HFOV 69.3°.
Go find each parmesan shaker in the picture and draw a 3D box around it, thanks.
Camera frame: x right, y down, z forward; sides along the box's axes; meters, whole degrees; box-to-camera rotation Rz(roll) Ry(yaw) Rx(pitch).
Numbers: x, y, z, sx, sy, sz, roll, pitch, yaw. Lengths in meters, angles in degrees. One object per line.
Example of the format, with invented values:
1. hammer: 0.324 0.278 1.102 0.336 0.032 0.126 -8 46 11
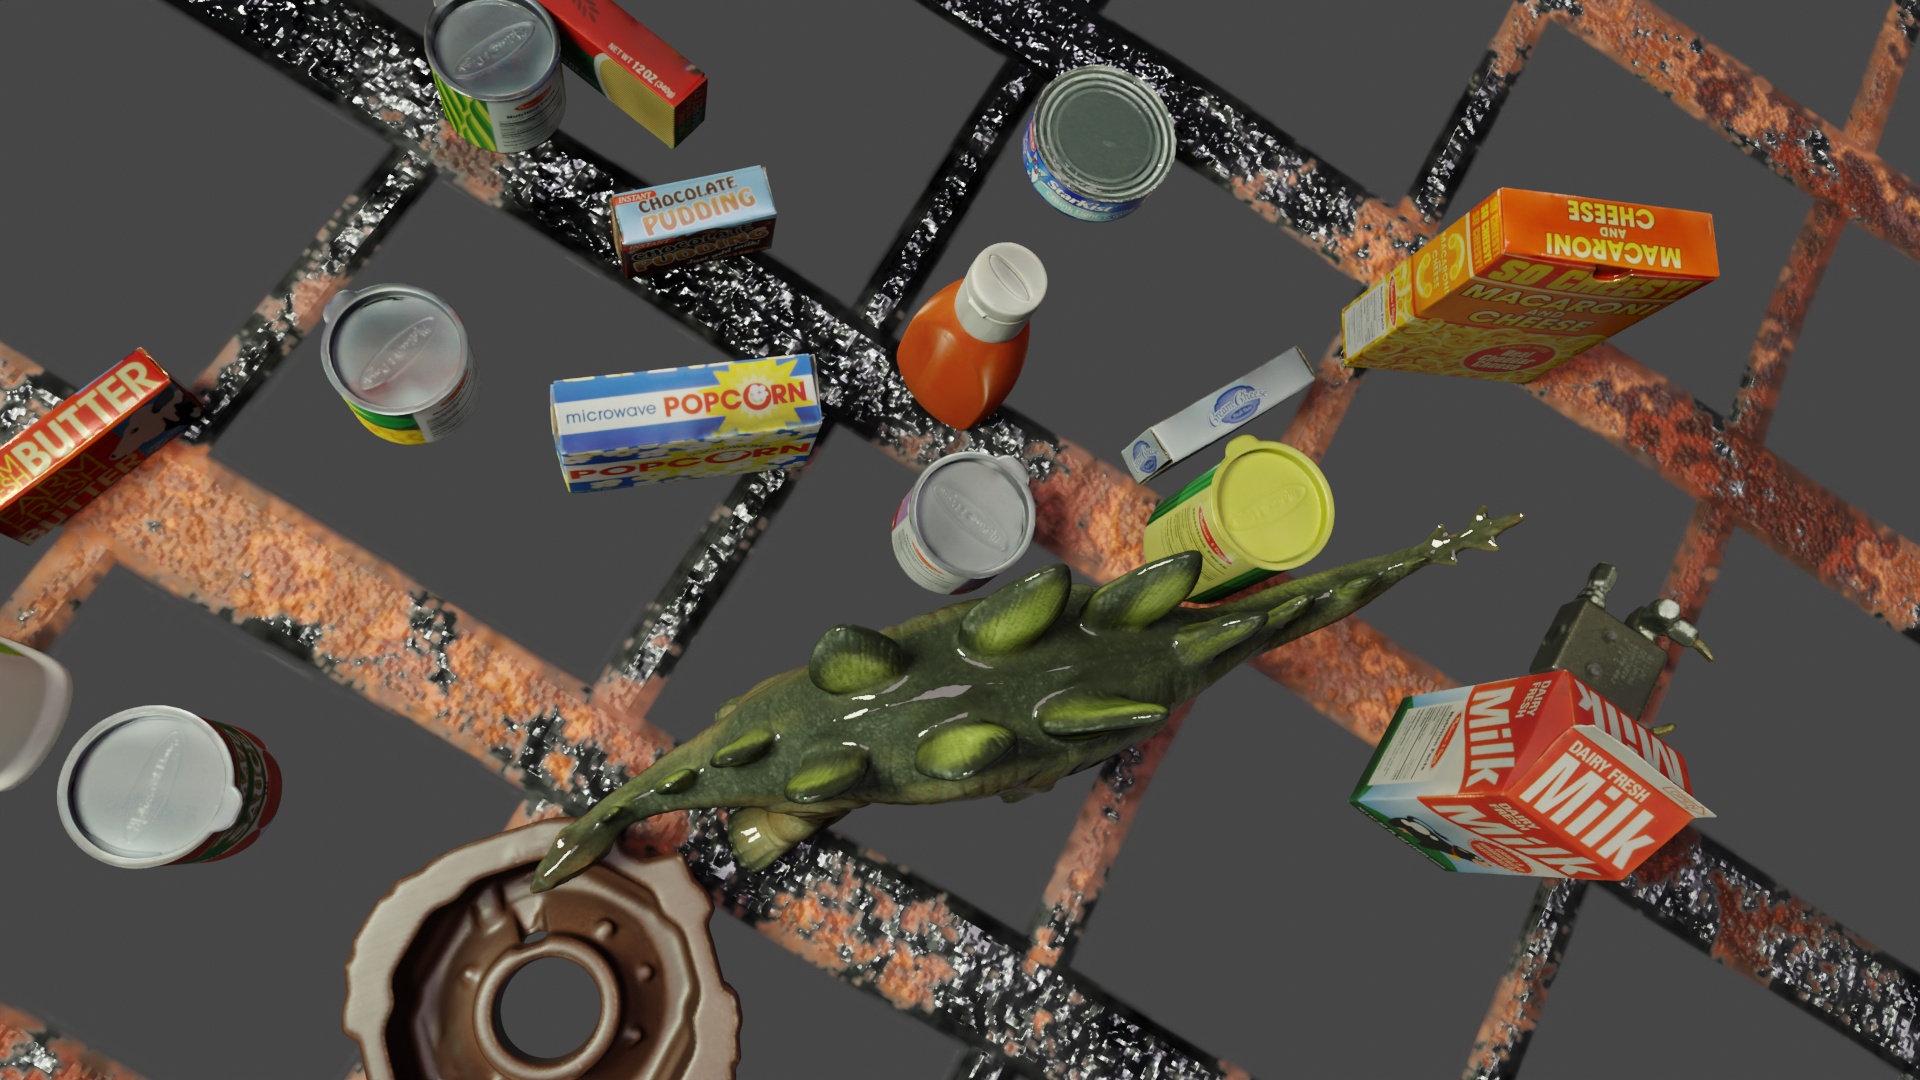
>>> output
1. parmesan shaker: 0.143 -0.010 0.738 0.071 0.103 0.071 3 77 -12

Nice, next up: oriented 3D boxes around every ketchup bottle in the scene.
1. ketchup bottle: 0.007 -0.104 0.705 0.044 0.148 0.065 -41 89 -17

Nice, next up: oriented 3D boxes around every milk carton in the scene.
1. milk carton: 0.282 0.119 0.693 0.072 0.190 0.073 35 73 -3

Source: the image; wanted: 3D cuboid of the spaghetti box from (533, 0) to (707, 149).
1. spaghetti box: -0.243 -0.307 0.748 0.250 0.050 0.029 38 73 -2

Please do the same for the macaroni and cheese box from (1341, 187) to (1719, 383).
1. macaroni and cheese box: 0.307 -0.135 0.769 0.124 0.166 0.040 4 77 -12

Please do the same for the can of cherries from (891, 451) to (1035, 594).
1. can of cherries: 0.003 -0.009 0.730 0.071 0.058 0.071 3 77 -12

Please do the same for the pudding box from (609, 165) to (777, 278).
1. pudding box: -0.142 -0.169 0.739 0.084 0.049 0.030 -15 82 -15

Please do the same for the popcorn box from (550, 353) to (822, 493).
1. popcorn box: -0.137 -0.057 0.696 0.127 0.085 0.038 -8 80 -14

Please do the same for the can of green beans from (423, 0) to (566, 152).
1. can of green beans: -0.243 -0.247 0.730 0.071 0.057 0.071 3 77 -12

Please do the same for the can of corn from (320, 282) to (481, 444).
1. can of corn: -0.276 -0.087 0.686 0.071 0.058 0.071 3 77 -12

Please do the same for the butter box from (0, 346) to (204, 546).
1. butter box: -0.411 -0.043 0.649 0.024 0.053 0.104 46 73 0

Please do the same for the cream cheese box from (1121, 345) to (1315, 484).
1. cream cheese box: 0.143 -0.069 0.777 0.104 0.053 0.024 -30 86 -17

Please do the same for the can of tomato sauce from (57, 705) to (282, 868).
1. can of tomato sauce: -0.343 0.110 0.614 0.071 0.083 0.071 3 77 -12
